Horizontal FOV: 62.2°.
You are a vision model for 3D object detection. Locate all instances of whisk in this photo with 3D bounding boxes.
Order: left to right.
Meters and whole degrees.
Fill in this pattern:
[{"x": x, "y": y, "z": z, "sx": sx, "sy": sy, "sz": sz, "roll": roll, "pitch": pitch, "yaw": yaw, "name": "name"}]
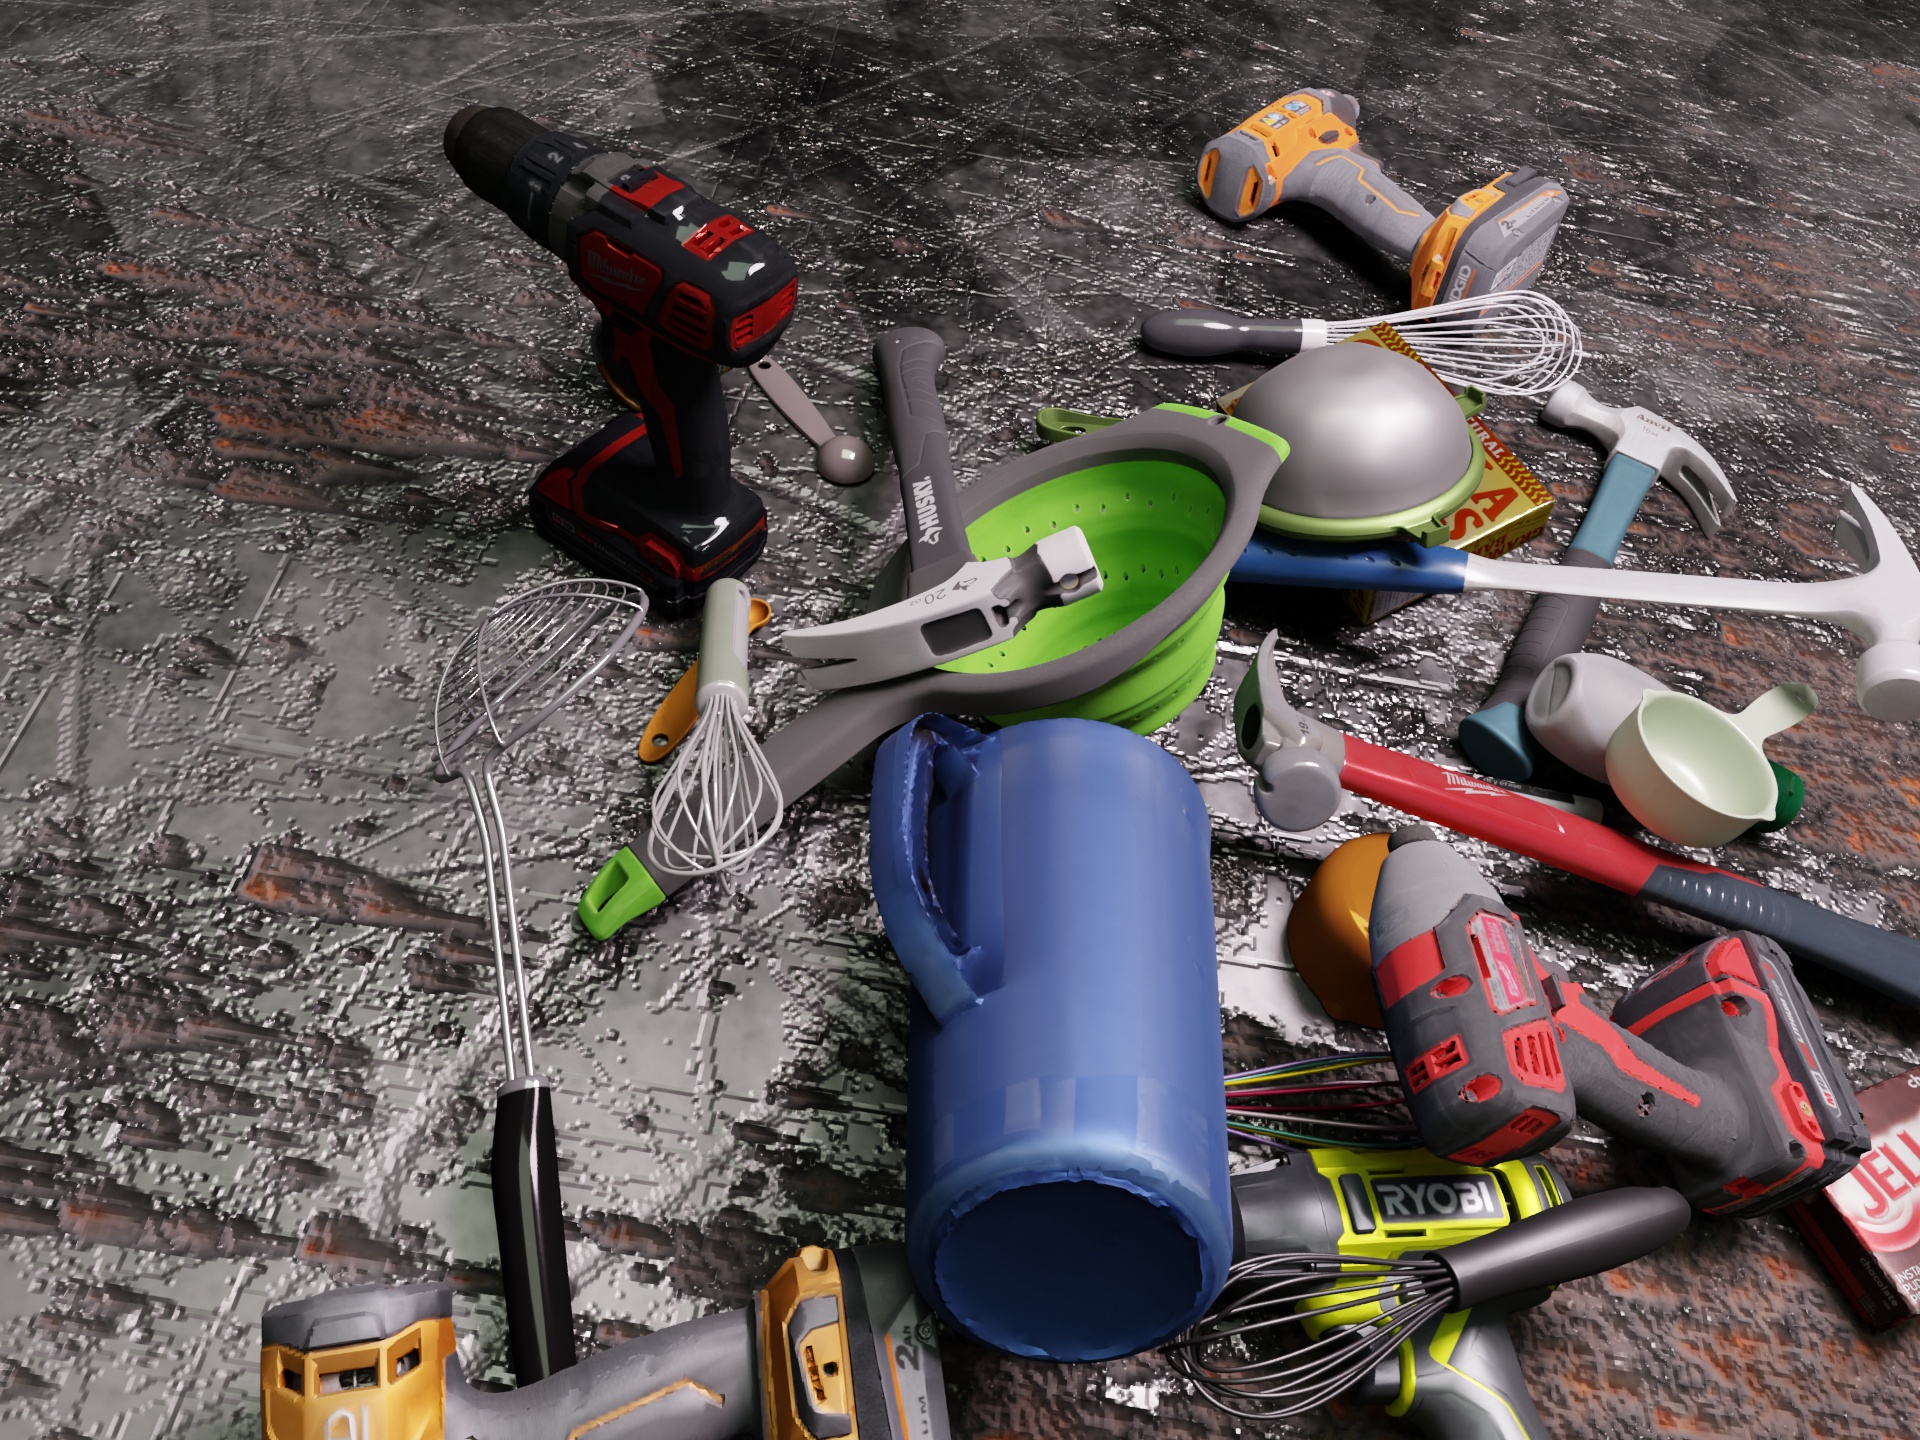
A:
[{"x": -0.109, "y": -0.004, "z": 0.727, "sx": 0.059, "sy": 0.057, "sz": 0.247, "roll": -17, "pitch": 32, "yaw": 4, "name": "whisk"}, {"x": 0.105, "y": 0.162, "z": 0.692, "sx": 0.245, "sy": 0.047, "sz": 0.051, "roll": 3, "pitch": 53, "yaw": -4, "name": "whisk"}, {"x": 0.258, "y": -0.245, "z": 1.024, "sx": 0.284, "sy": 0.070, "sz": 0.070, "roll": 2, "pitch": 52, "yaw": 0, "name": "whisk"}, {"x": 0.179, "y": 0.205, "z": 0.585, "sx": 0.239, "sy": 0.055, "sz": 0.055, "roll": -7, "pitch": 54, "yaw": -23, "name": "whisk"}]

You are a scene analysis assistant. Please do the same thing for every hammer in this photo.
[{"x": -0.024, "y": -0.131, "z": 0.840, "sx": 0.146, "sy": 0.035, "sz": 0.335, "roll": -22, "pitch": 34, "yaw": 8, "name": "hammer"}, {"x": 0.278, "y": -0.080, "z": 0.837, "sx": 0.405, "sy": 0.035, "sz": 0.144, "roll": 7, "pitch": 47, "yaw": 18, "name": "hammer"}, {"x": 0.363, "y": -0.084, "z": 0.934, "sx": 0.128, "sy": 0.033, "sz": 0.331, "roll": 28, "pitch": 53, "yaw": 13, "name": "hammer"}, {"x": 0.317, "y": 0.059, "z": 0.781, "sx": 0.386, "sy": 0.038, "sz": 0.143, "roll": 20, "pitch": 29, "yaw": -7, "name": "hammer"}]

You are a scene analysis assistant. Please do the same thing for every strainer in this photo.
[{"x": 0.161, "y": -0.174, "z": 0.886, "sx": 0.256, "sy": 0.069, "sz": 0.152, "roll": 10, "pitch": 44, "yaw": 21, "name": "strainer"}]

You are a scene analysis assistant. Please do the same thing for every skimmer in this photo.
[{"x": -0.169, "y": 0.099, "z": 0.683, "sx": 0.090, "sy": 0.127, "sz": 0.364, "roll": 19, "pitch": 51, "yaw": -50, "name": "skimmer"}]

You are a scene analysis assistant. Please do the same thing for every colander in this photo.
[{"x": -0.001, "y": -0.002, "z": 0.774, "sx": 0.397, "sy": 0.094, "sz": 0.205, "roll": -38, "pitch": 35, "yaw": -12, "name": "colander"}]

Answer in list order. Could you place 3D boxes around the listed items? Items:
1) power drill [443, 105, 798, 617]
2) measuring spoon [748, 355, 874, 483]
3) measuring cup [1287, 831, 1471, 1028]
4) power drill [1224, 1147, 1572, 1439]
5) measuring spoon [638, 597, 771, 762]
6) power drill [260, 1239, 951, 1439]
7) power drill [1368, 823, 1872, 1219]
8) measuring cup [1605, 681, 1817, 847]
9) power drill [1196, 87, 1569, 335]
[{"x": -0.171, "y": -0.180, "z": 0.789, "sx": 0.188, "sy": 0.226, "sz": 0.080, "roll": 33, "pitch": 54, "yaw": 15, "name": "power drill"}, {"x": -0.092, "y": -0.185, "z": 0.941, "sx": 0.034, "sy": 0.018, "sz": 0.124, "roll": -26, "pitch": 60, "yaw": -26, "name": "measuring spoon"}, {"x": 0.239, "y": 0.118, "z": 0.742, "sx": 0.174, "sy": 0.052, "sz": 0.095, "roll": 32, "pitch": 54, "yaw": 17, "name": "measuring cup"}, {"x": 0.172, "y": 0.272, "z": 0.600, "sx": 0.171, "sy": 0.080, "sz": 0.223, "roll": 1, "pitch": 49, "yaw": -10, "name": "power drill"}, {"x": -0.130, "y": -0.020, "z": 0.814, "sx": 0.021, "sy": 0.011, "sz": 0.117, "roll": 21, "pitch": 55, "yaw": 14, "name": "measuring spoon"}, {"x": -0.116, "y": 0.275, "z": 0.534, "sx": 0.226, "sy": 0.084, "sz": 0.185, "roll": -4, "pitch": 70, "yaw": -12, "name": "power drill"}, {"x": 0.266, "y": 0.126, "z": 0.672, "sx": 0.219, "sy": 0.078, "sz": 0.143, "roll": 18, "pitch": 44, "yaw": -25, "name": "power drill"}, {"x": 0.381, "y": 0.015, "z": 0.794, "sx": 0.167, "sy": 0.038, "sz": 0.083, "roll": -19, "pitch": 62, "yaw": -39, "name": "measuring cup"}, {"x": 0.301, "y": -0.373, "z": 1.119, "sx": 0.227, "sy": 0.084, "sz": 0.164, "roll": 35, "pitch": 54, "yaw": 21, "name": "power drill"}]
